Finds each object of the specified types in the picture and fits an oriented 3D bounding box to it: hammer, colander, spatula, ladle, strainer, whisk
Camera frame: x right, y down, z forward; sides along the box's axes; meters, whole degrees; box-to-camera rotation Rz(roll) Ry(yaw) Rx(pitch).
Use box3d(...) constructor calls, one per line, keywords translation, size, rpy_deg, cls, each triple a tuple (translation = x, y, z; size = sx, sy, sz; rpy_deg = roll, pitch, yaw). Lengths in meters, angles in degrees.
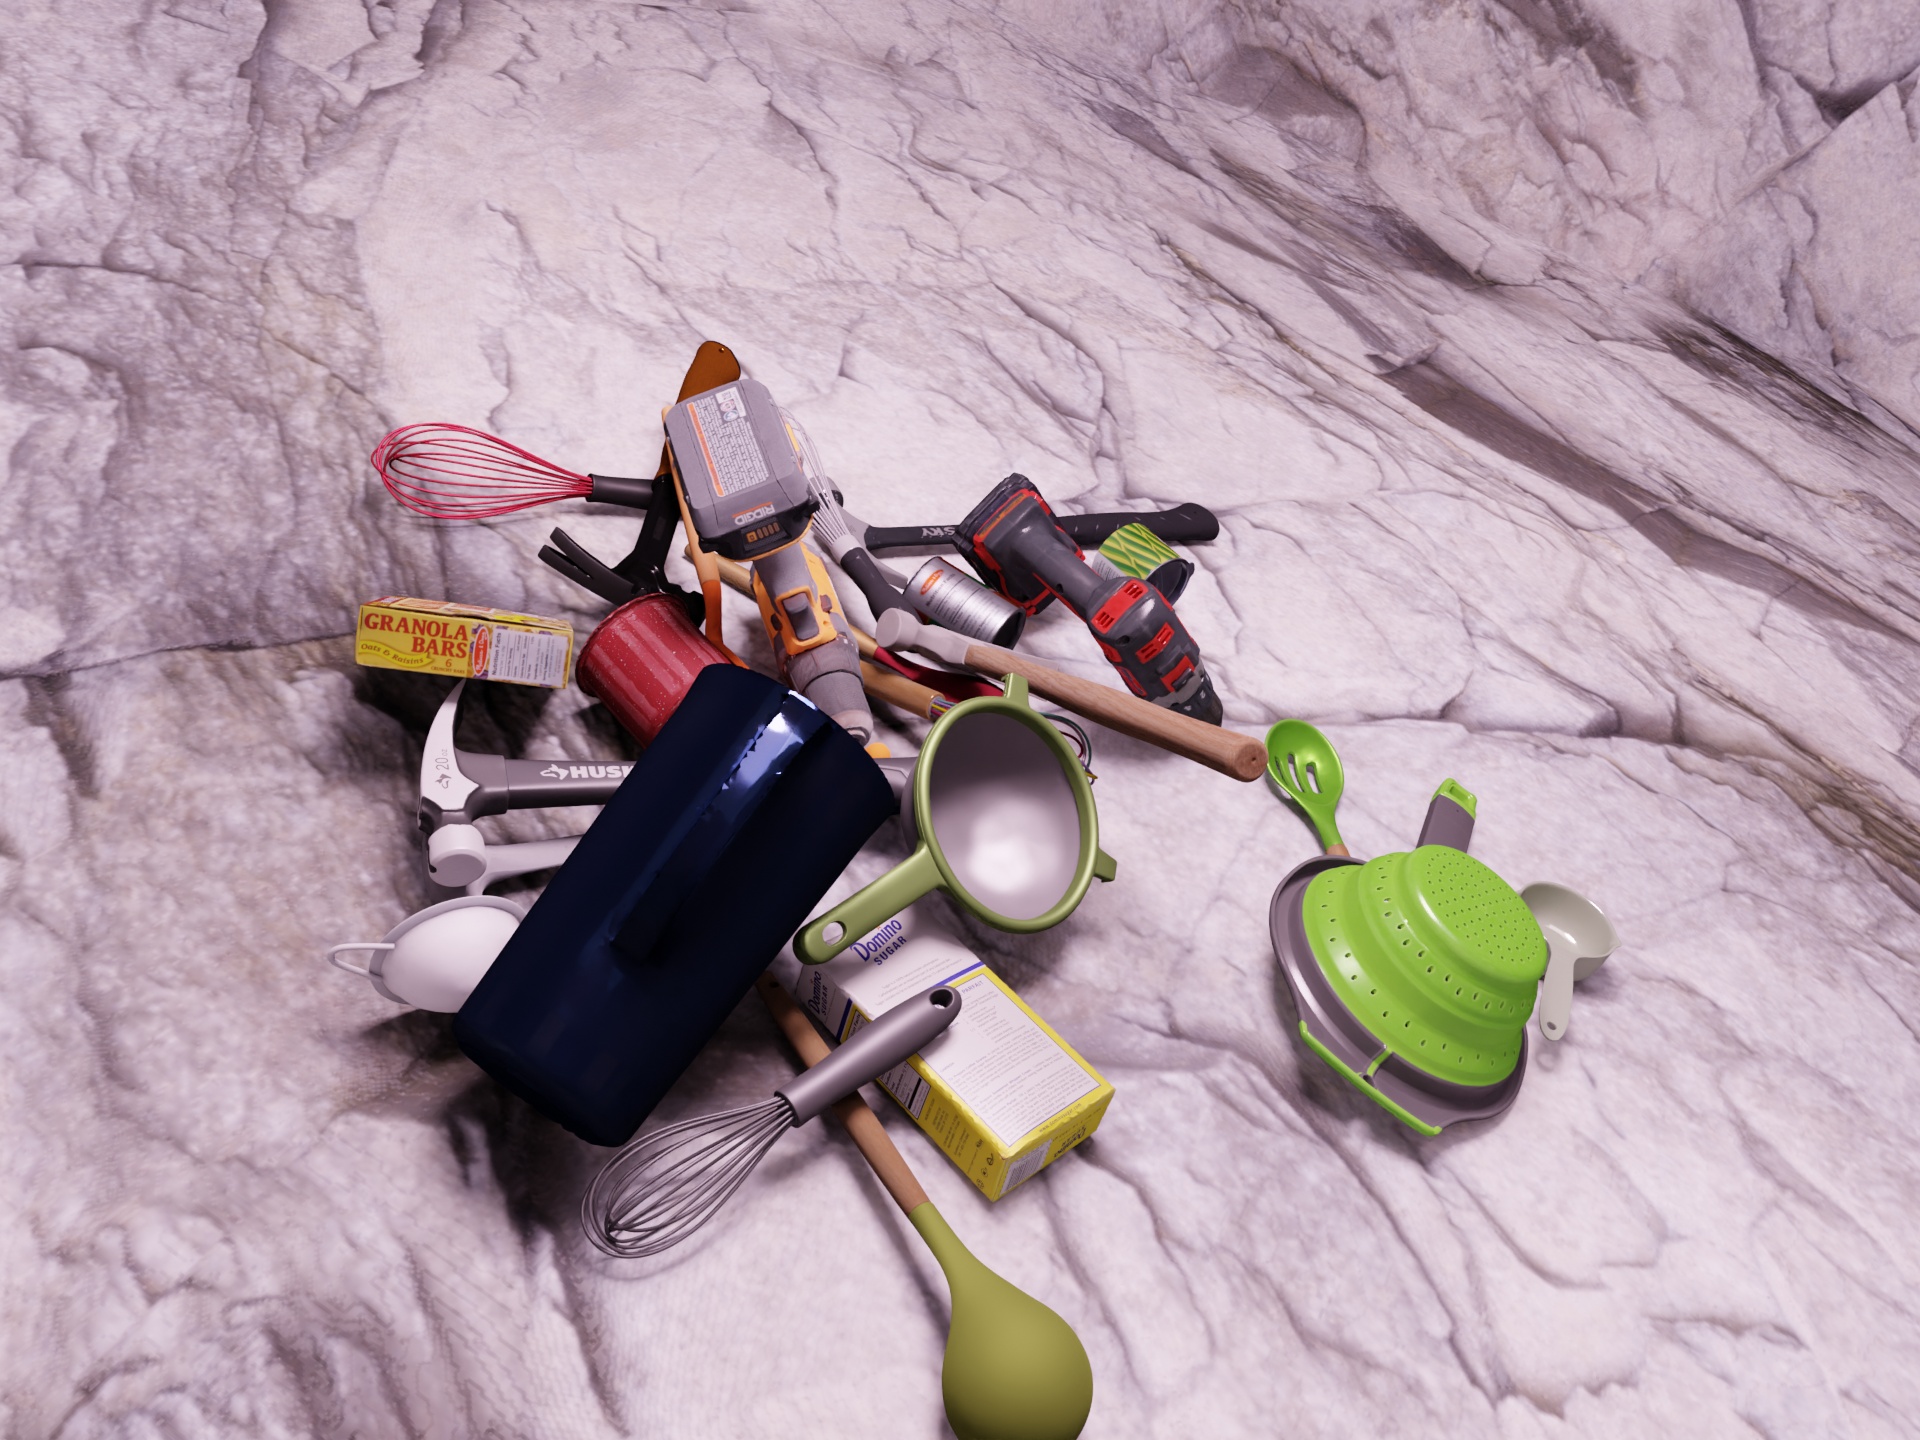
box3d(translation=(-0.234, -0.209, 1.277), size=(0.127, 0.034, 0.337), rpy_deg=(28, 41, -20), cls="hammer")
box3d(translation=(0.344, 0.116, 1.109), size=(0.204, 0.094, 0.397), rpy_deg=(38, 35, 4), cls="colander")
box3d(translation=(-0.181, -0.120, 1.179), size=(0.041, 0.081, 0.323), rpy_deg=(-20, 58, 3), cls="spatula")
box3d(translation=(-0.037, 0.250, 0.847), size=(0.078, 0.062, 0.320), rpy_deg=(-11, 39, -32), cls="ladle")
box3d(translation=(-0.166, 0.035, 0.997), size=(0.334, 0.035, 0.146), rpy_deg=(0, 42, -24), cls="hammer")
box3d(translation=(-0.221, 0.124, 0.895), size=(0.258, 0.086, 0.050), rpy_deg=(-7, 48, -46), cls="strainer")
box3d(translation=(-0.145, 0.060, 1.034), size=(0.405, 0.035, 0.144), rpy_deg=(-9, 45, -33), cls="hammer")
box3d(translation=(-0.003, -0.004, 1.126), size=(0.245, 0.051, 0.047), rpy_deg=(23, 31, 36), cls="whisk")
box3d(translation=(0.066, -0.167, 1.419), size=(0.408, 0.036, 0.149), rpy_deg=(-6, 45, -31), cls="hammer")
box3d(translation=(-0.312, -0.186, 1.258), size=(0.295, 0.073, 0.073), rpy_deg=(2, 39, -32), cls="whisk")
box3d(translation=(-0.085, -0.064, 1.229), size=(0.315, 0.031, 0.069), rpy_deg=(29, 36, 15), cls="ladle")
box3d(translation=(-0.092, 0.202, 0.837), size=(0.239, 0.055, 0.055), rpy_deg=(-28, 57, -32), cls="whisk")
box3d(translation=(-0.107, -0.155, 1.256), size=(0.070, 0.070, 0.285), rpy_deg=(-14, 56, -37), cls="whisk")
box3d(translation=(-0.020, 0.085, 0.973), size=(0.256, 0.069, 0.151), rpy_deg=(-31, 96, -42), cls="strainer")
box3d(translation=(0.080, -0.016, 1.070), size=(0.130, 0.031, 0.331), rpy_deg=(16, 5, -38), cls="hammer")

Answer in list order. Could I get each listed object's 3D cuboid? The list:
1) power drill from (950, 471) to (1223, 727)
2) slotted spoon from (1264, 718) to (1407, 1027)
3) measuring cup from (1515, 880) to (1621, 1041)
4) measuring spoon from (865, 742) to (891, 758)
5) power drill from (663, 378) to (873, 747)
box3d(translation=(0.110, -0.081, 1.252), size=(0.227, 0.080, 0.187), rpy_deg=(44, -1, 41), cls="power drill")
box3d(translation=(0.280, 0.114, 1.164), size=(0.070, 0.031, 0.314), rpy_deg=(10, 39, -16), cls="slotted spoon")
box3d(translation=(0.421, 0.181, 1.135), size=(0.083, 0.038, 0.168), rpy_deg=(26, 39, 8), cls="measuring cup")
box3d(translation=(-0.102, 0.023, 1.119), size=(0.117, 0.011, 0.021), rpy_deg=(-1, 41, -25), cls="measuring spoon")
box3d(translation=(-0.120, -0.096, 1.091), size=(0.084, 0.226, 0.186), rpy_deg=(-21, 53, -2), cls="power drill")
